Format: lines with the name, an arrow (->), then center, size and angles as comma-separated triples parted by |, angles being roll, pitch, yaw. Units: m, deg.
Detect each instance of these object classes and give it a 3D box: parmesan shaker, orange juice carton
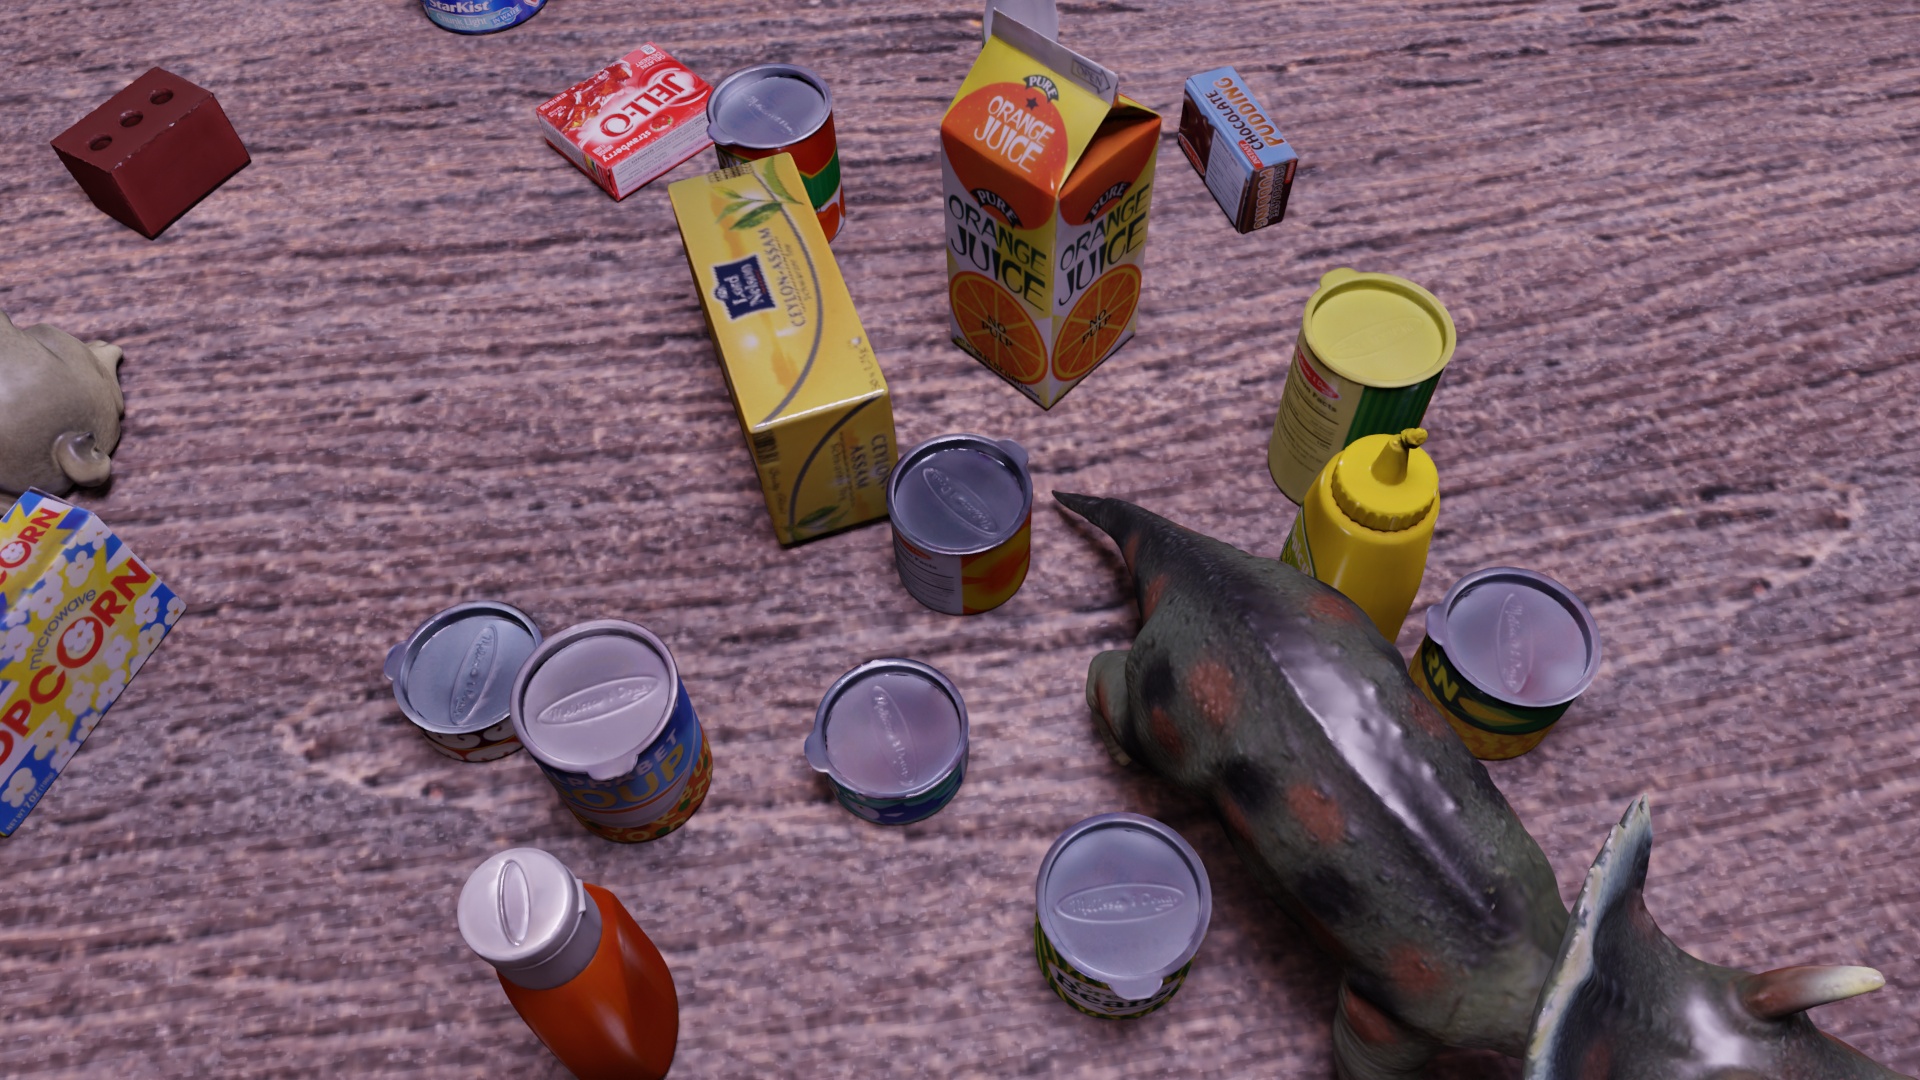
parmesan shaker -> 0.184, -0.068, 0.654 | 0.071, 0.102, 0.071 | -1, 58, 1
orange juice carton -> 0.042, -0.159, 0.663 | 0.072, 0.191, 0.073 | 39, 66, 23

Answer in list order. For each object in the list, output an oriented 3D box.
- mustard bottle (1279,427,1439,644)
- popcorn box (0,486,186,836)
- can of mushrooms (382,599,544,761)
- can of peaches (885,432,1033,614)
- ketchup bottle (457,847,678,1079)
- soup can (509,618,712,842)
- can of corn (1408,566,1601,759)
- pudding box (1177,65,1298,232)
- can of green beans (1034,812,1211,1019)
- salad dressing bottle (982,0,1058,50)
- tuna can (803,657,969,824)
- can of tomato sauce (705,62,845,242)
mustard bottle -> 0.166, -0.001, 0.578 | 0.049, 0.159, 0.065 | -2, 58, 0
popcorn box -> -0.409, 0.053, 0.602 | 0.038, 0.084, 0.127 | 17, 59, 12
can of mushrooms -> -0.218, 0.063, 0.622 | 0.071, 0.033, 0.071 | -1, 57, 1
can of peaches -> 0.002, -0.008, 0.647 | 0.071, 0.057, 0.071 | -1, 57, 1
ketchup bottle -> -0.136, 0.151, 0.495 | 0.043, 0.148, 0.065 | -14, 58, -7
soup can -> -0.142, 0.083, 0.577 | 0.071, 0.083, 0.071 | -1, 58, 1
can of corn -> 0.230, 0.054, 0.601 | 0.071, 0.058, 0.071 | -1, 57, 1
pudding box -> 0.155, -0.222, 0.784 | 0.030, 0.049, 0.084 | -19, 59, -10
can of green beans -> 0.062, 0.148, 0.545 | 0.071, 0.057, 0.071 | -1, 57, 1
salad dressing bottle -> 0.033, -0.284, 0.770 | 0.044, 0.147, 0.064 | 0, 58, 2
tuna can -> -0.031, 0.088, 0.601 | 0.071, 0.032, 0.071 | -1, 57, 1
can of tomato sauce -> -0.100, -0.206, 0.761 | 0.071, 0.082, 0.071 | -1, 58, 1
